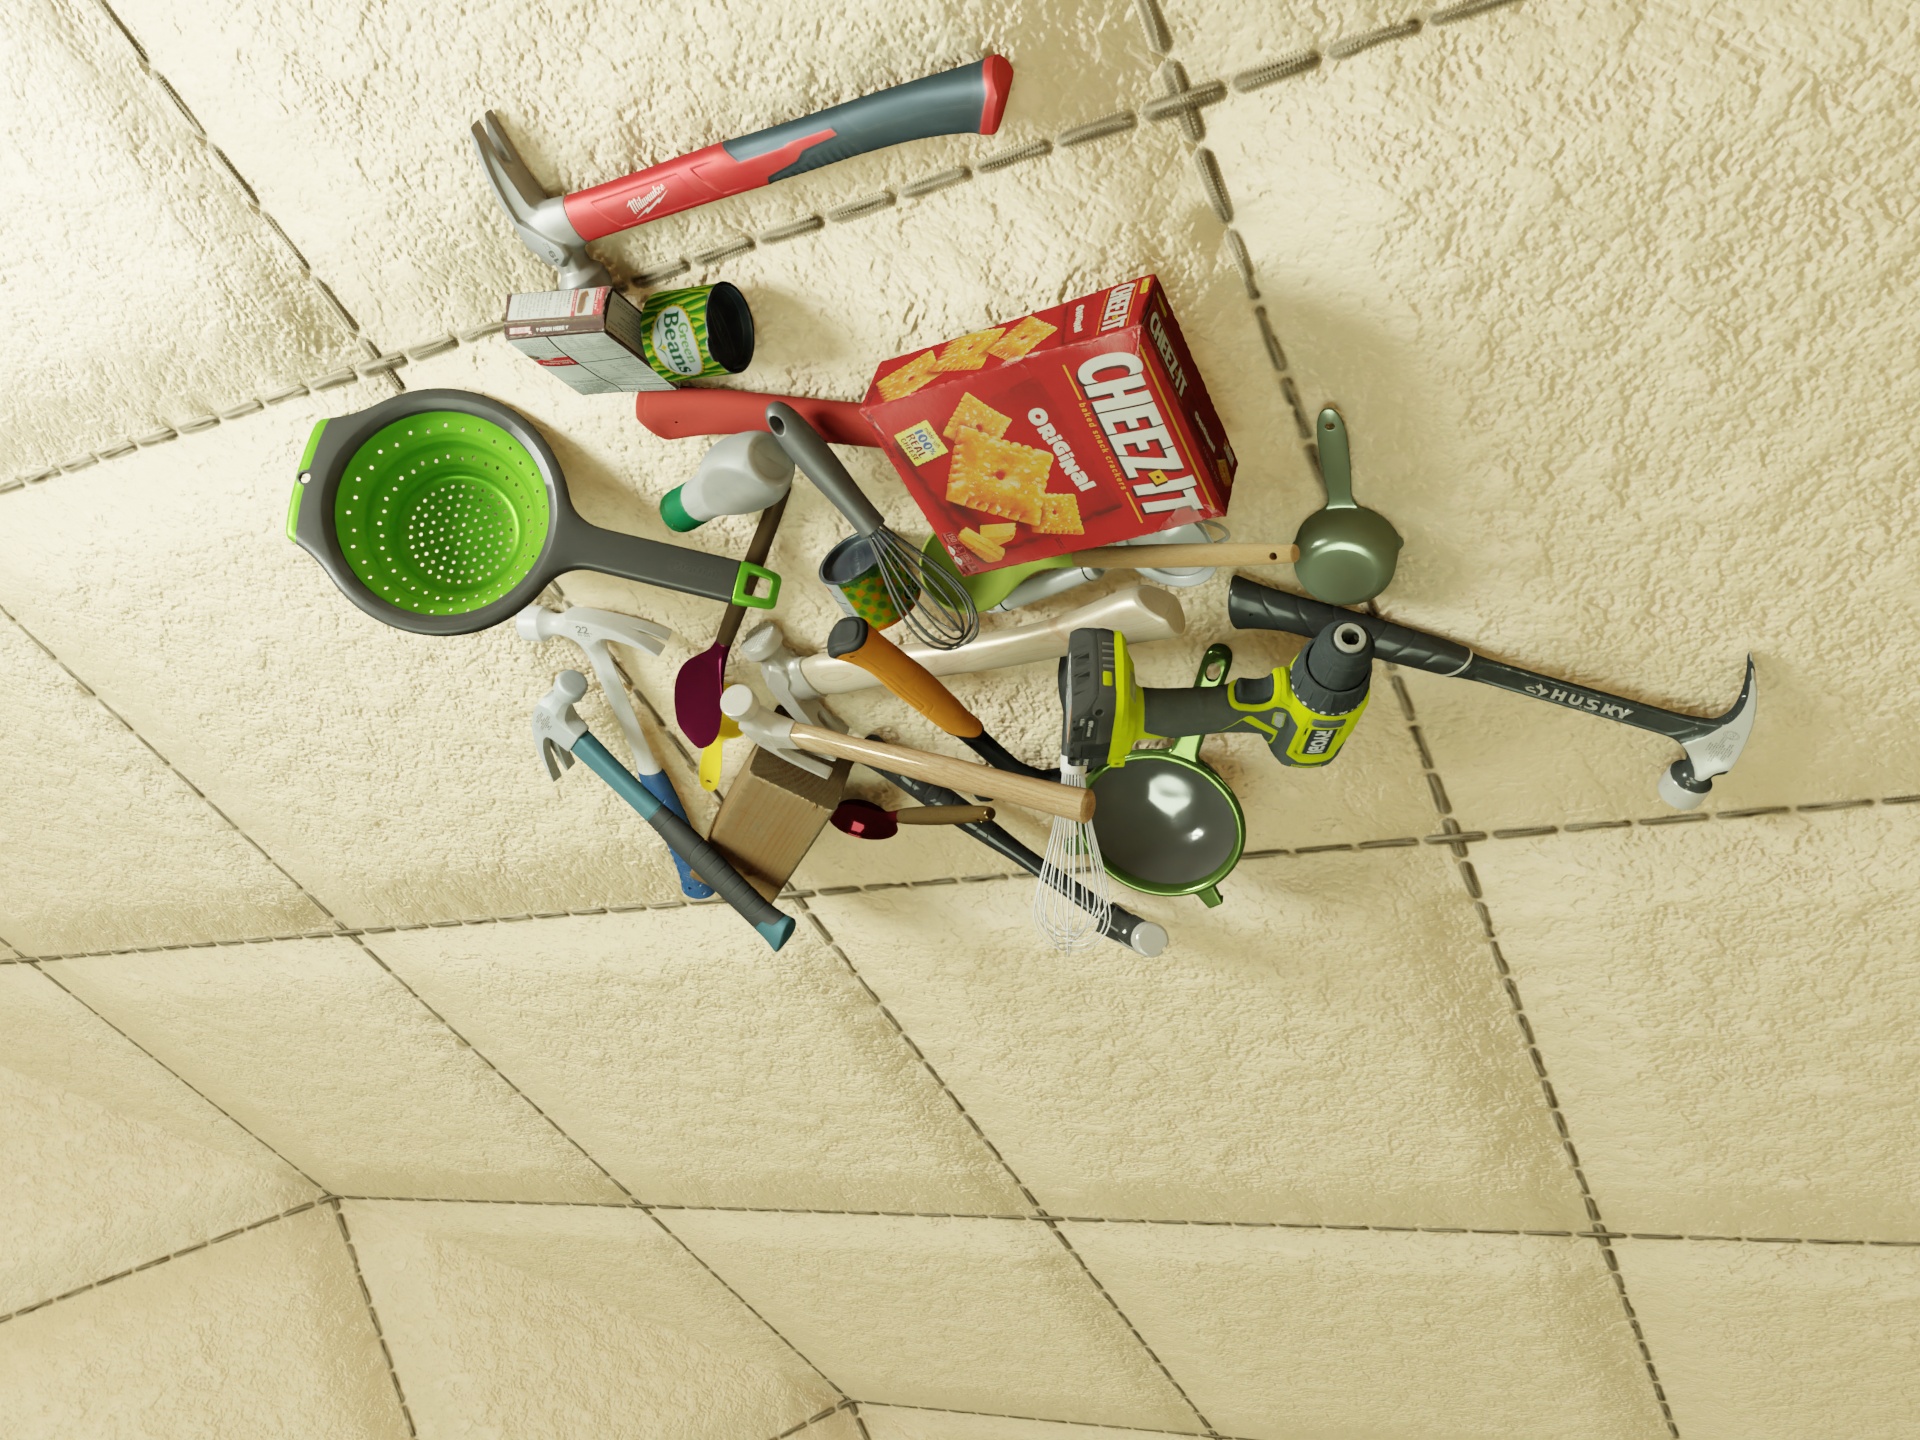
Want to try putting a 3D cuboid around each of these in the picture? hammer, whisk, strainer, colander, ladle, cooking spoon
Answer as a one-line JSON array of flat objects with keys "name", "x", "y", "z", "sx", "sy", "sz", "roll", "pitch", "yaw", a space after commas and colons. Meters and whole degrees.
[{"name": "hammer", "x": -0.002, "y": -0.004, "z": 1.336, "sx": 0.127, "sy": 0.034, "sz": 0.336, "roll": -8, "pitch": 154, "yaw": 28}, {"name": "hammer", "x": -0.283, "y": 0.098, "z": 1.529, "sx": 0.331, "sy": 0.033, "sz": 0.128, "roll": 44, "pitch": 138, "yaw": -3}, {"name": "whisk", "x": -0.069, "y": -0.146, "z": 1.212, "sx": 0.055, "sy": 0.055, "sz": 0.238, "roll": -27, "pitch": 110, "yaw": 40}, {"name": "hammer", "x": -0.310, "y": 0.043, "z": 1.595, "sx": 0.144, "sy": 0.035, "sz": 0.405, "roll": 5, "pitch": 137, "yaw": 17}, {"name": "hammer", "x": -0.148, "y": -0.385, "z": 1.057, "sx": 0.386, "sy": 0.038, "sz": 0.143, "roll": -7, "pitch": 131, "yaw": 28}, {"name": "strainer", "x": 0.192, "y": 0.034, "z": 1.380, "sx": 0.151, "sy": 0.069, "sz": 0.256, "roll": 20, "pitch": 122, "yaw": 8}, {"name": "hammer", "x": -0.041, "y": 0.038, "z": 1.370, "sx": 0.331, "sy": 0.031, "sz": 0.130, "roll": 13, "pitch": 162, "yaw": 23}, {"name": "hammer", "x": 0.005, "y": -0.049, "z": 1.342, "sx": 0.411, "sy": 0.038, "sz": 0.146, "roll": -8, "pitch": 134, "yaw": 36}, {"name": "hammer", "x": -0.075, "y": -0.231, "z": 1.201, "sx": 0.359, "sy": 0.037, "sz": 0.149, "roll": 8, "pitch": 138, "yaw": 12}, {"name": "colander", "x": -0.348, "y": -0.147, "z": 1.339, "sx": 0.397, "sy": 0.204, "sz": 0.094, "roll": 13, "pitch": 173, "yaw": -5}, {"name": "ladle", "x": -0.044, "y": 0.088, "z": 1.462, "sx": 0.069, "sy": 0.031, "sz": 0.315, "roll": 28, "pitch": 165, "yaw": -21}, {"name": "hammer", "x": 0.043, "y": 0.117, "z": 1.508, "sx": 0.334, "sy": 0.035, "sz": 0.146, "roll": 35, "pitch": 174, "yaw": -5}, {"name": "whisk", "x": 0.097, "y": 0.067, "z": 1.364, "sx": 0.070, "sy": 0.070, "sz": 0.284, "roll": 4, "pitch": 104, "yaw": 17}, {"name": "cooking spoon", "x": -0.200, "y": -0.088, "z": 1.394, "sx": 0.069, "sy": 0.017, "sz": 0.318, "roll": 48, "pitch": 136, "yaw": 20}, {"name": "ladle", "x": 0.101, "y": -0.118, "z": 1.183, "sx": 0.320, "sy": 0.062, "sz": 0.078, "roll": 4, "pitch": 116, "yaw": 41}, {"name": "hammer", "x": 0.403, "y": -0.042, "z": 1.224, "sx": 0.409, "sy": 0.036, "sz": 0.149, "roll": 17, "pitch": 138, "yaw": 4}, {"name": "strainer", "x": 0.110, "y": -0.124, "z": 1.244, "sx": 0.258, "sy": 0.050, "sz": 0.086, "roll": -17, "pitch": 123, "yaw": 42}]

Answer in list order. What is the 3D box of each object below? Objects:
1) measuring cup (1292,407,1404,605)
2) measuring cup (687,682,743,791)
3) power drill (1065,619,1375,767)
[{"name": "measuring cup", "x": 0.273, "y": -0.149, "z": 1.150, "sx": 0.083, "sy": 0.038, "sz": 0.167, "roll": 0, "pitch": 138, "yaw": 21}, {"name": "measuring cup", "x": -0.235, "y": 0.017, "z": 1.546, "sx": 0.062, "sy": 0.029, "sz": 0.156, "roll": 20, "pitch": 142, "yaw": 0}, {"name": "power drill", "x": 0.197, "y": -0.022, "z": 1.214, "sx": 0.228, "sy": 0.080, "sz": 0.190, "roll": 0, "pitch": 157, "yaw": 1}]
